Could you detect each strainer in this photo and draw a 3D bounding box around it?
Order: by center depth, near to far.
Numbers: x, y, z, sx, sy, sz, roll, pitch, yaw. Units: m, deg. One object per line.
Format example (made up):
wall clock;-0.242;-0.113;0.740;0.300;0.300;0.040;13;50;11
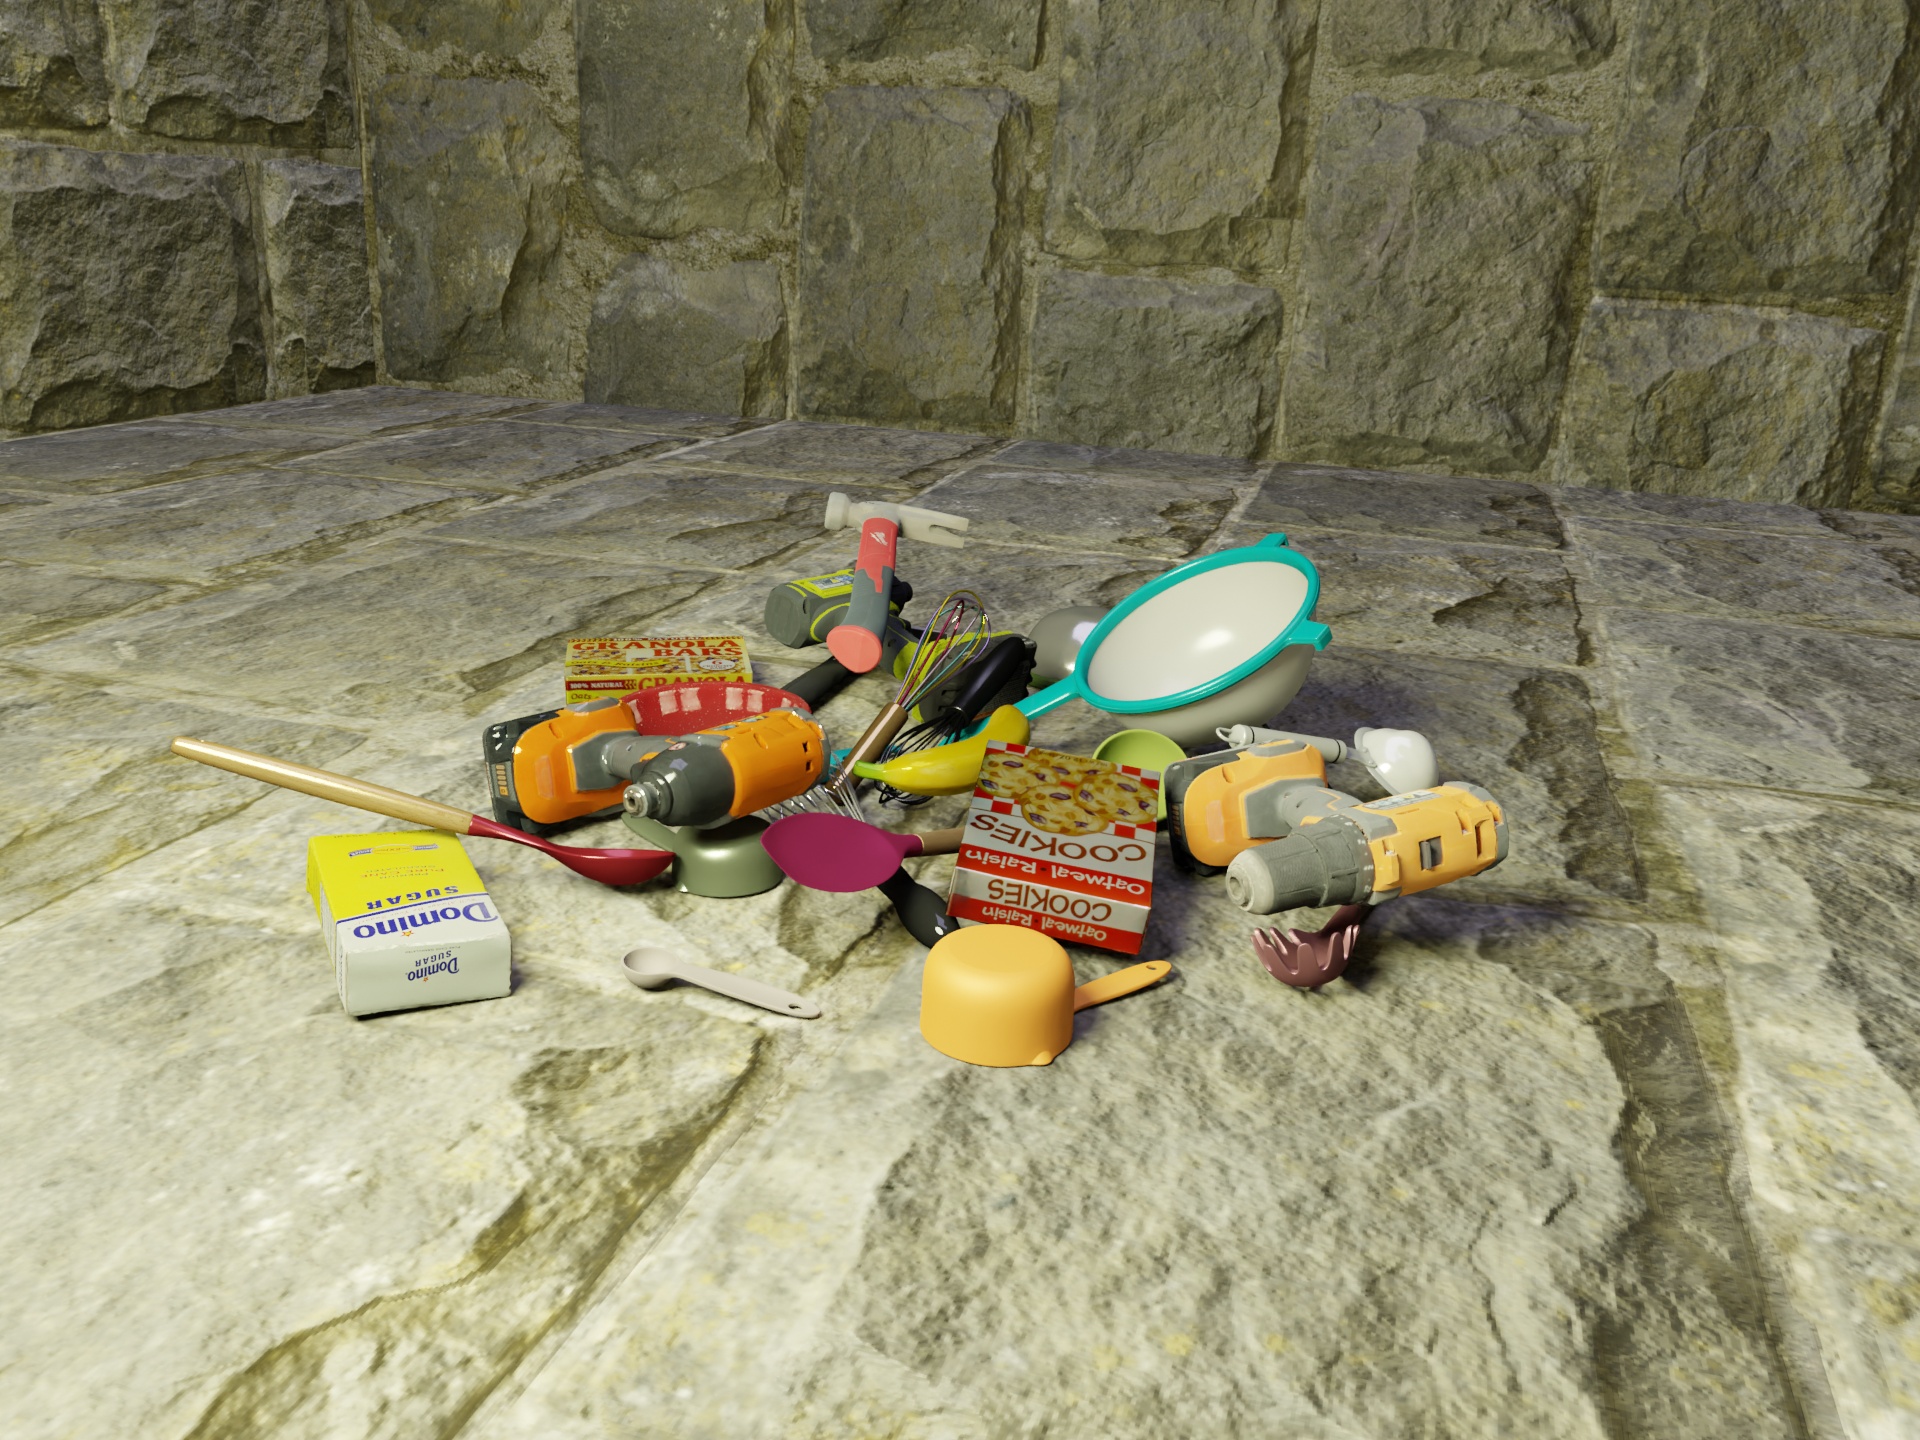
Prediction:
strainer;0.297;0.025;1.230;0.258;0.050;0.087;8;44;-32
strainer;0.149;-0.017;1.303;0.340;0.095;0.211;-26;27;13
strainer;0.177;-0.081;1.596;0.256;0.069;0.152;-6;20;-19

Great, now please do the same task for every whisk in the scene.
whisk;-0.069;0.083;1.092;0.070;0.070;0.285;-7;25;-27
whisk;-0.003;-0.005;1.291;0.055;0.055;0.239;11;38;25
whisk;-0.044;-0.024;1.292;0.051;0.047;0.245;19;51;21

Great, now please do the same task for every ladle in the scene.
ladle;-0.339;0.059;1.018;0.315;0.031;0.069;17;-5;-13
ladle;0.095;0.086;1.103;0.078;0.062;0.320;27;26;10

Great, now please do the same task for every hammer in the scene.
hammer;-0.063;-0.128;1.439;0.143;0.038;0.387;10;23;-5
hammer;-0.122;-0.040;1.491;0.146;0.035;0.335;7;19;16

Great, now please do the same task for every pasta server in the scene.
pasta server;0.268;0.113;1.068;0.060;0.040;0.316;-6;11;30

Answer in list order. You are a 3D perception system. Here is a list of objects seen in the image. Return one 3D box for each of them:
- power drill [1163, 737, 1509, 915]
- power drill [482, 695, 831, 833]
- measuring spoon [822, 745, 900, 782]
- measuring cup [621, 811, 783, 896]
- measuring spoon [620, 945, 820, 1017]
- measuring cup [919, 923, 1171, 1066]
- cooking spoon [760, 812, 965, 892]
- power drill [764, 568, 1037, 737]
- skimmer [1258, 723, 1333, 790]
power drill;0.217;0.074;1.051;0.185;0.084;0.226;-12;11;-21
power drill;-0.224;0.034;1.093;0.226;0.084;0.164;0;12;35
measuring spoon;-0.090;0.036;1.303;0.042;0.021;0.128;14;12;34
measuring cup;-0.190;0.077;1.114;0.083;0.038;0.168;-14;25;-42
measuring spoon;-0.140;0.158;0.923;0.124;0.018;0.034;14;20;13
measuring cup;0.056;0.144;0.919;0.173;0.052;0.095;-12;23;-32
cooking spoon;-0.015;0.082;1.054;0.069;0.017;0.318;45;25;27
power drill;-0.046;-0.075;1.461;0.223;0.080;0.171;30;30;31
skimmer;0.249;0.034;1.322;0.127;0.090;0.364;-4;29;-12
